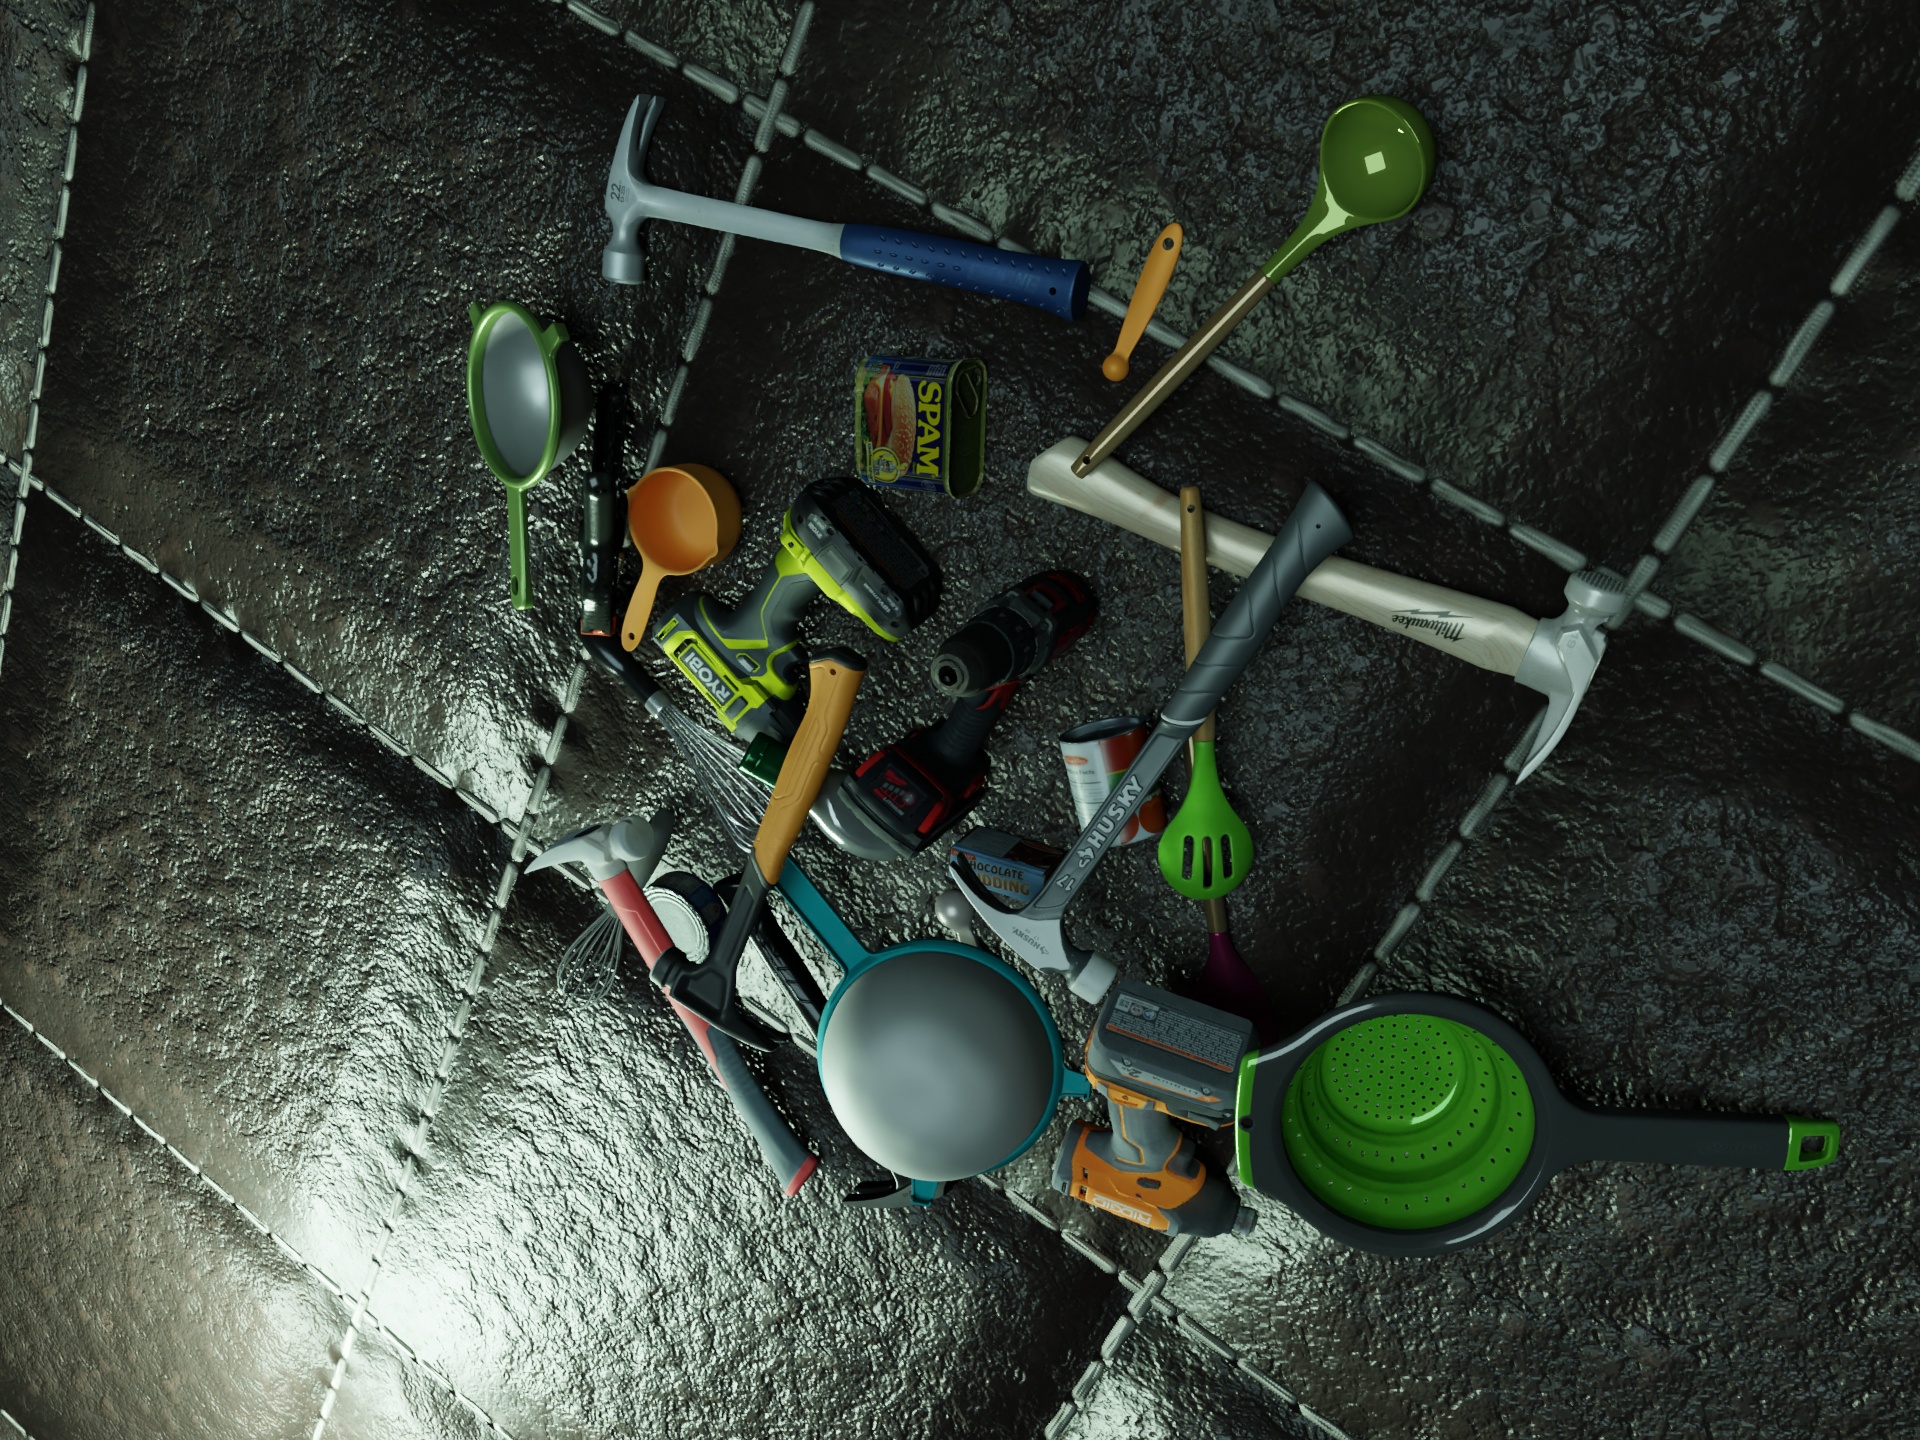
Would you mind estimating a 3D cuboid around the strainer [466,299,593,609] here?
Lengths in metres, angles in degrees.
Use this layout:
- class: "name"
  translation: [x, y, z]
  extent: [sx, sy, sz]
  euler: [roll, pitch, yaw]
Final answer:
- class: "strainer"
  translation: [-0.348, -0.220, 1.330]
  extent: [0.152, 0.069, 0.256]
  euler: [24, 118, 43]

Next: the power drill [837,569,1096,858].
- class: "power drill"
  translation: [-0.002, -0.004, 1.167]
  extent: [0.080, 0.188, 0.226]
  euler: [41, 123, 10]

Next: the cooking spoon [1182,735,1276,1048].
- class: "cooking spoon"
  translation: [0.192, 0.135, 1.207]
  extent: [0.069, 0.017, 0.318]
  euler: [-3, 105, 26]

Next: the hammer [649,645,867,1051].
- class: "hammer"
  translation: [-0.140, 0.098, 1.247]
  extent: [0.127, 0.034, 0.336]
  euler: [29, 110, 17]

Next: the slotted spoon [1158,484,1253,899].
- class: "slotted spoon"
  translation: [0.170, -0.011, 1.134]
  extent: [0.070, 0.031, 0.313]
  euler: [-4, 107, 5]

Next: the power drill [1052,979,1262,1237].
- class: "power drill"
  translation: [0.162, 0.312, 1.215]
  extent: [0.164, 0.084, 0.226]
  euler: [18, 134, 13]

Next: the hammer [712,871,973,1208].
- class: "hammer"
  translation: [-0.119, 0.279, 1.399]
  extent: [0.146, 0.035, 0.335]
  euler: [-33, 89, 30]

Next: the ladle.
- class: "ladle"
  translation: [0.180, -0.273, 1.047]
  extent: [0.320, 0.062, 0.078]
  euler: [-44, 81, 26]

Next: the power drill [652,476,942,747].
- class: "power drill"
  translation: [-0.126, -0.073, 1.269]
  extent: [0.171, 0.080, 0.223]
  euler: [48, 124, -3]

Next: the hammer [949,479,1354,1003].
- class: "hammer"
  translation: [0.141, 0.010, 1.116]
  extent: [0.149, 0.036, 0.408]
  euler: [34, 111, 4]

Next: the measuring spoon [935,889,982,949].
- class: "measuring spoon"
  translation: [0.009, 0.200, 1.319]
  extent: [0.034, 0.018, 0.124]
  euler: [-18, 98, 30]

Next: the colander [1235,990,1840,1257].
- class: "colander"
  translation: [0.393, 0.269, 1.120]
  extent: [0.397, 0.094, 0.204]
  euler: [1, 106, 8]

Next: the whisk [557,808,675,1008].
- class: "whisk"
  translation: [-0.315, 0.175, 1.460]
  extent: [0.055, 0.055, 0.239]
  euler: [36, 115, 12]

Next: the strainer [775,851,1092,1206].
- class: "strainer"
  translation: [-0.065, 0.241, 1.286]
  extent: [0.211, 0.095, 0.340]
  euler: [-38, 93, 16]

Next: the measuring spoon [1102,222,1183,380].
- class: "measuring spoon"
  translation: [0.127, -0.291, 1.109]
  extent: [0.021, 0.011, 0.117]
  euler: [31, 117, 15]

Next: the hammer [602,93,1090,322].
- class: "hammer"
  translation: [-0.095, -0.364, 1.184]
  extent: [0.406, 0.035, 0.144]
  euler: [18, 113, 21]

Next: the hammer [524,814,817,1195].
- class: "hammer"
  translation: [-0.245, 0.264, 1.422]
  extent: [0.143, 0.038, 0.386]
  euler: [-17, 107, 36]

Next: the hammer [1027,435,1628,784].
- class: "hammer"
  translation: [0.231, -0.097, 1.105]
  extent: [0.411, 0.038, 0.146]
  euler: [24, 116, 19]

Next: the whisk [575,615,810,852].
- class: "whisk"
  translation: [-0.237, 0.009, 1.364]
  extent: [0.285, 0.070, 0.070]
  euler: [44, 120, 13]

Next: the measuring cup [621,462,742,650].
- class: "measuring cup"
  translation: [-0.238, -0.134, 1.321]
  extent: [0.095, 0.052, 0.173]
  euler: [34, 120, 13]
